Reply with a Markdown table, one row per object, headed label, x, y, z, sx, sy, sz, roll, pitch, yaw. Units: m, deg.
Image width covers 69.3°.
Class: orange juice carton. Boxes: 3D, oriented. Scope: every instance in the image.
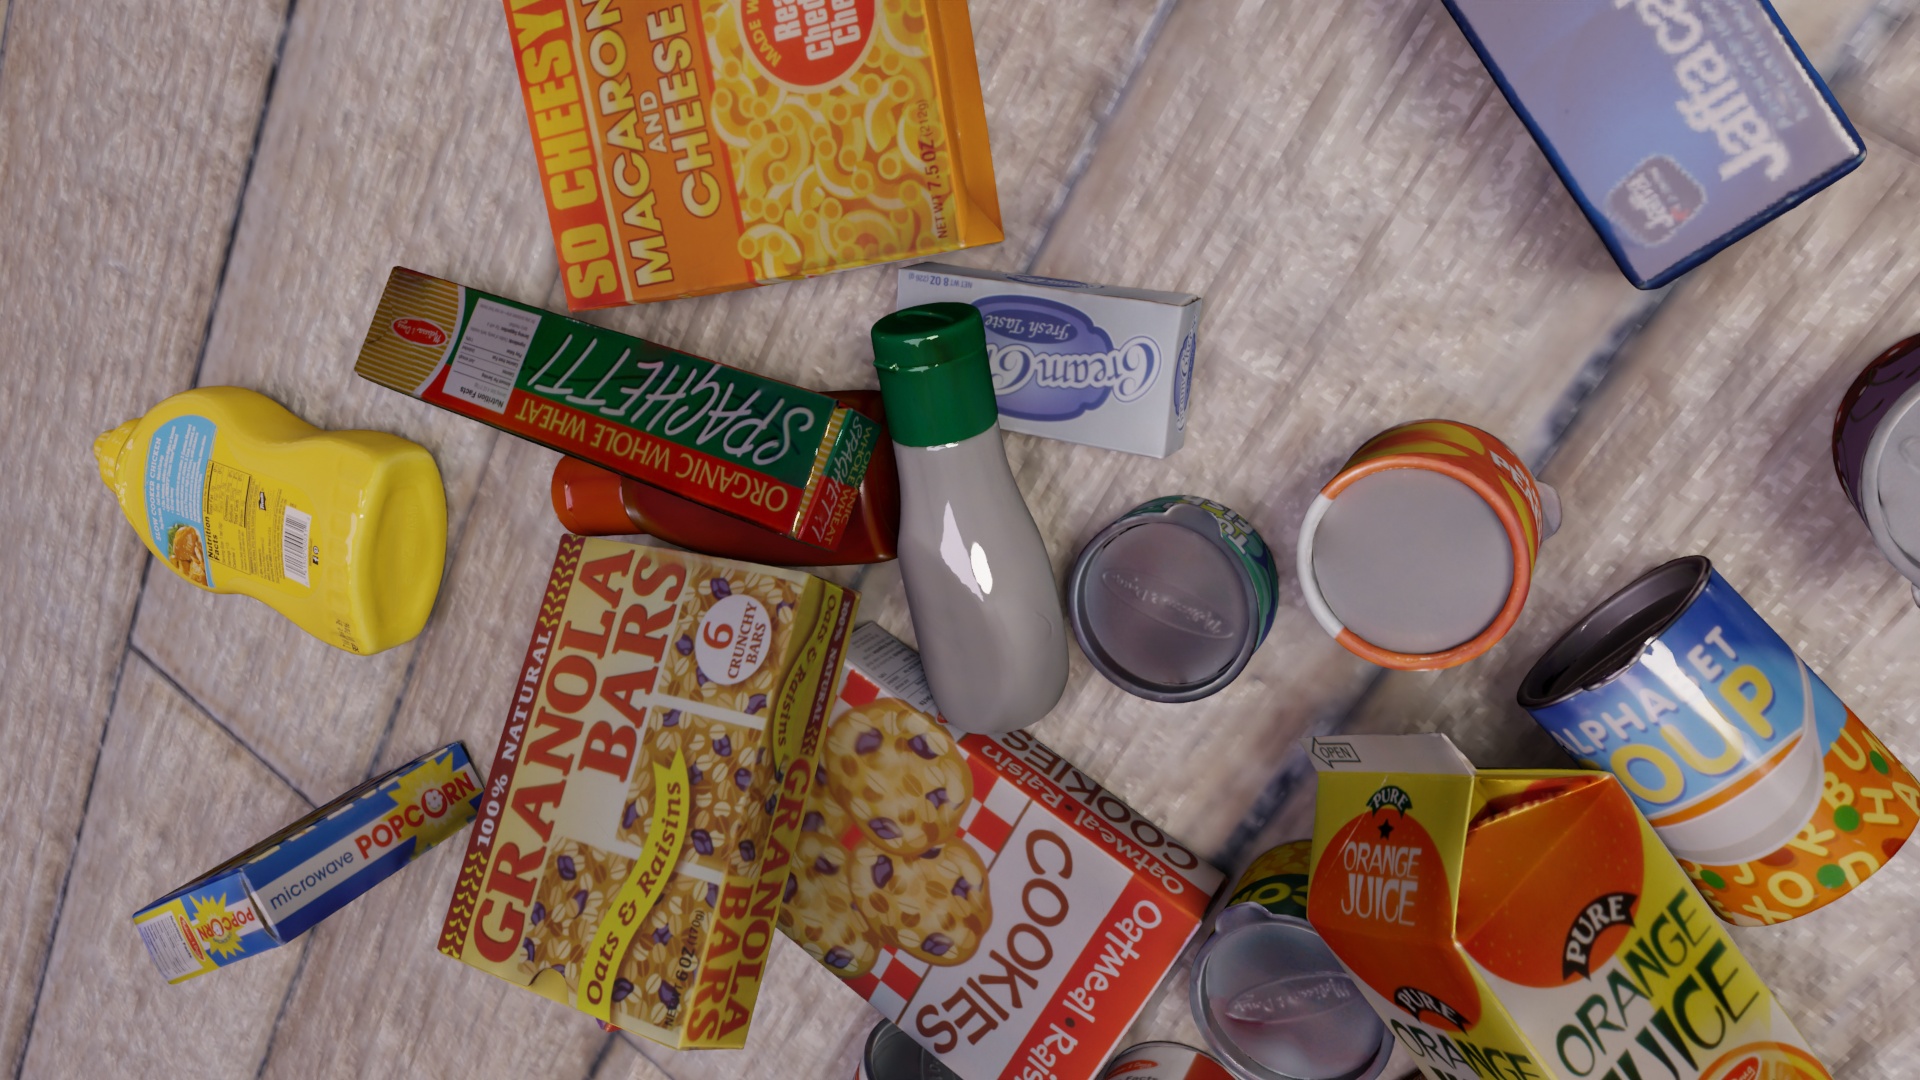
| label | x | y | z | sx | sy | sz | roll | pitch | yaw |
| --- | --- | --- | --- | --- | --- | --- | --- | --- | --- |
| orange juice carton | 0.173 | 0.132 | 0.404 | 0.192 | 0.073 | 0.071 | 53 | 160 | -4 |

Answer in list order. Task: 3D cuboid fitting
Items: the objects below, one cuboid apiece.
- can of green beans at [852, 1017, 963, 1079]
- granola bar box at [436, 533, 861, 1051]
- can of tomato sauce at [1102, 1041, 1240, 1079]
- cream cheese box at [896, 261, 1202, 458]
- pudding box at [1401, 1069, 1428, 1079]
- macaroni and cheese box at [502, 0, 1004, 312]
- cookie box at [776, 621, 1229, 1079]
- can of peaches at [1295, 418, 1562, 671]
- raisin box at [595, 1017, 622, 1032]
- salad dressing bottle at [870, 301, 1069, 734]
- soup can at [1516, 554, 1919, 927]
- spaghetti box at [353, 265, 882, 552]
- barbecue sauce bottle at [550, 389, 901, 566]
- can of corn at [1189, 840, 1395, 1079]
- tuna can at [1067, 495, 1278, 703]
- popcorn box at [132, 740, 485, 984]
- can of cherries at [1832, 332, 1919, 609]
| label | x | y | z | sx | sy | sz | roll | pitch | yaw |
| --- | --- | --- | --- | --- | --- | --- | --- | --- | --- |
| can of green beans | -0.015 | 0.232 | 0.552 | 0.071 | 0.071 | 0.057 | 27 | 114 | 17 |
| granola bar box | -0.116 | 0.086 | 0.510 | 0.124 | 0.039 | 0.166 | 7 | 77 | 31 |
| can of tomato sauce | 0.069 | 0.236 | 0.503 | 0.071 | 0.083 | 0.071 | 7 | 106 | 24 |
| cream cheese box | 0.028 | -0.063 | 0.477 | 0.104 | 0.024 | 0.053 | 12 | 110 | 23 |
| pudding box | 0.183 | 0.221 | 0.475 | 0.084 | 0.030 | 0.049 | 47 | 117 | 7 |
| macaroni and cheese box | -0.075 | -0.153 | 0.494 | 0.166 | 0.040 | 0.123 | -4 | 102 | 26 |
| cookie box | 0.000 | 0.129 | 0.533 | 0.167 | 0.040 | 0.122 | 34 | 115 | 15 |
| can of peaches | 0.142 | 0.000 | 0.420 | 0.071 | 0.058 | 0.071 | 7 | 107 | 25 |
| raisin box | -0.141 | 0.124 | 0.574 | 0.124 | 0.040 | 0.085 | 51 | 121 | 31 |
| salad dressing bottle | 0.002 | -0.006 | 0.473 | 0.064 | 0.044 | 0.147 | 23 | 132 | 50 |
| soup can | 0.213 | 0.057 | 0.394 | 0.084 | 0.071 | 0.071 | 49 | 118 | 6 |
| spaghetti box | -0.138 | -0.054 | 0.522 | 0.250 | 0.028 | 0.050 | 19 | 88 | 31 |
| barbecue sauce bottle | -0.089 | -0.021 | 0.533 | 0.148 | 0.044 | 0.064 | -2 | 97 | 27 |
| can of corn | 0.116 | 0.141 | 0.469 | 0.071 | 0.058 | 0.071 | 7 | 107 | 24 |
| tuna can | 0.073 | 0.017 | 0.471 | 0.071 | 0.033 | 0.071 | 7 | 107 | 24 |
| popcorn box | -0.287 | 0.143 | 0.624 | 0.085 | 0.127 | 0.038 | -24 | 96 | 29 |
| can of cherries | 0.263 | -0.019 | 0.357 | 0.071 | 0.058 | 0.071 | 7 | 107 | 23 |
